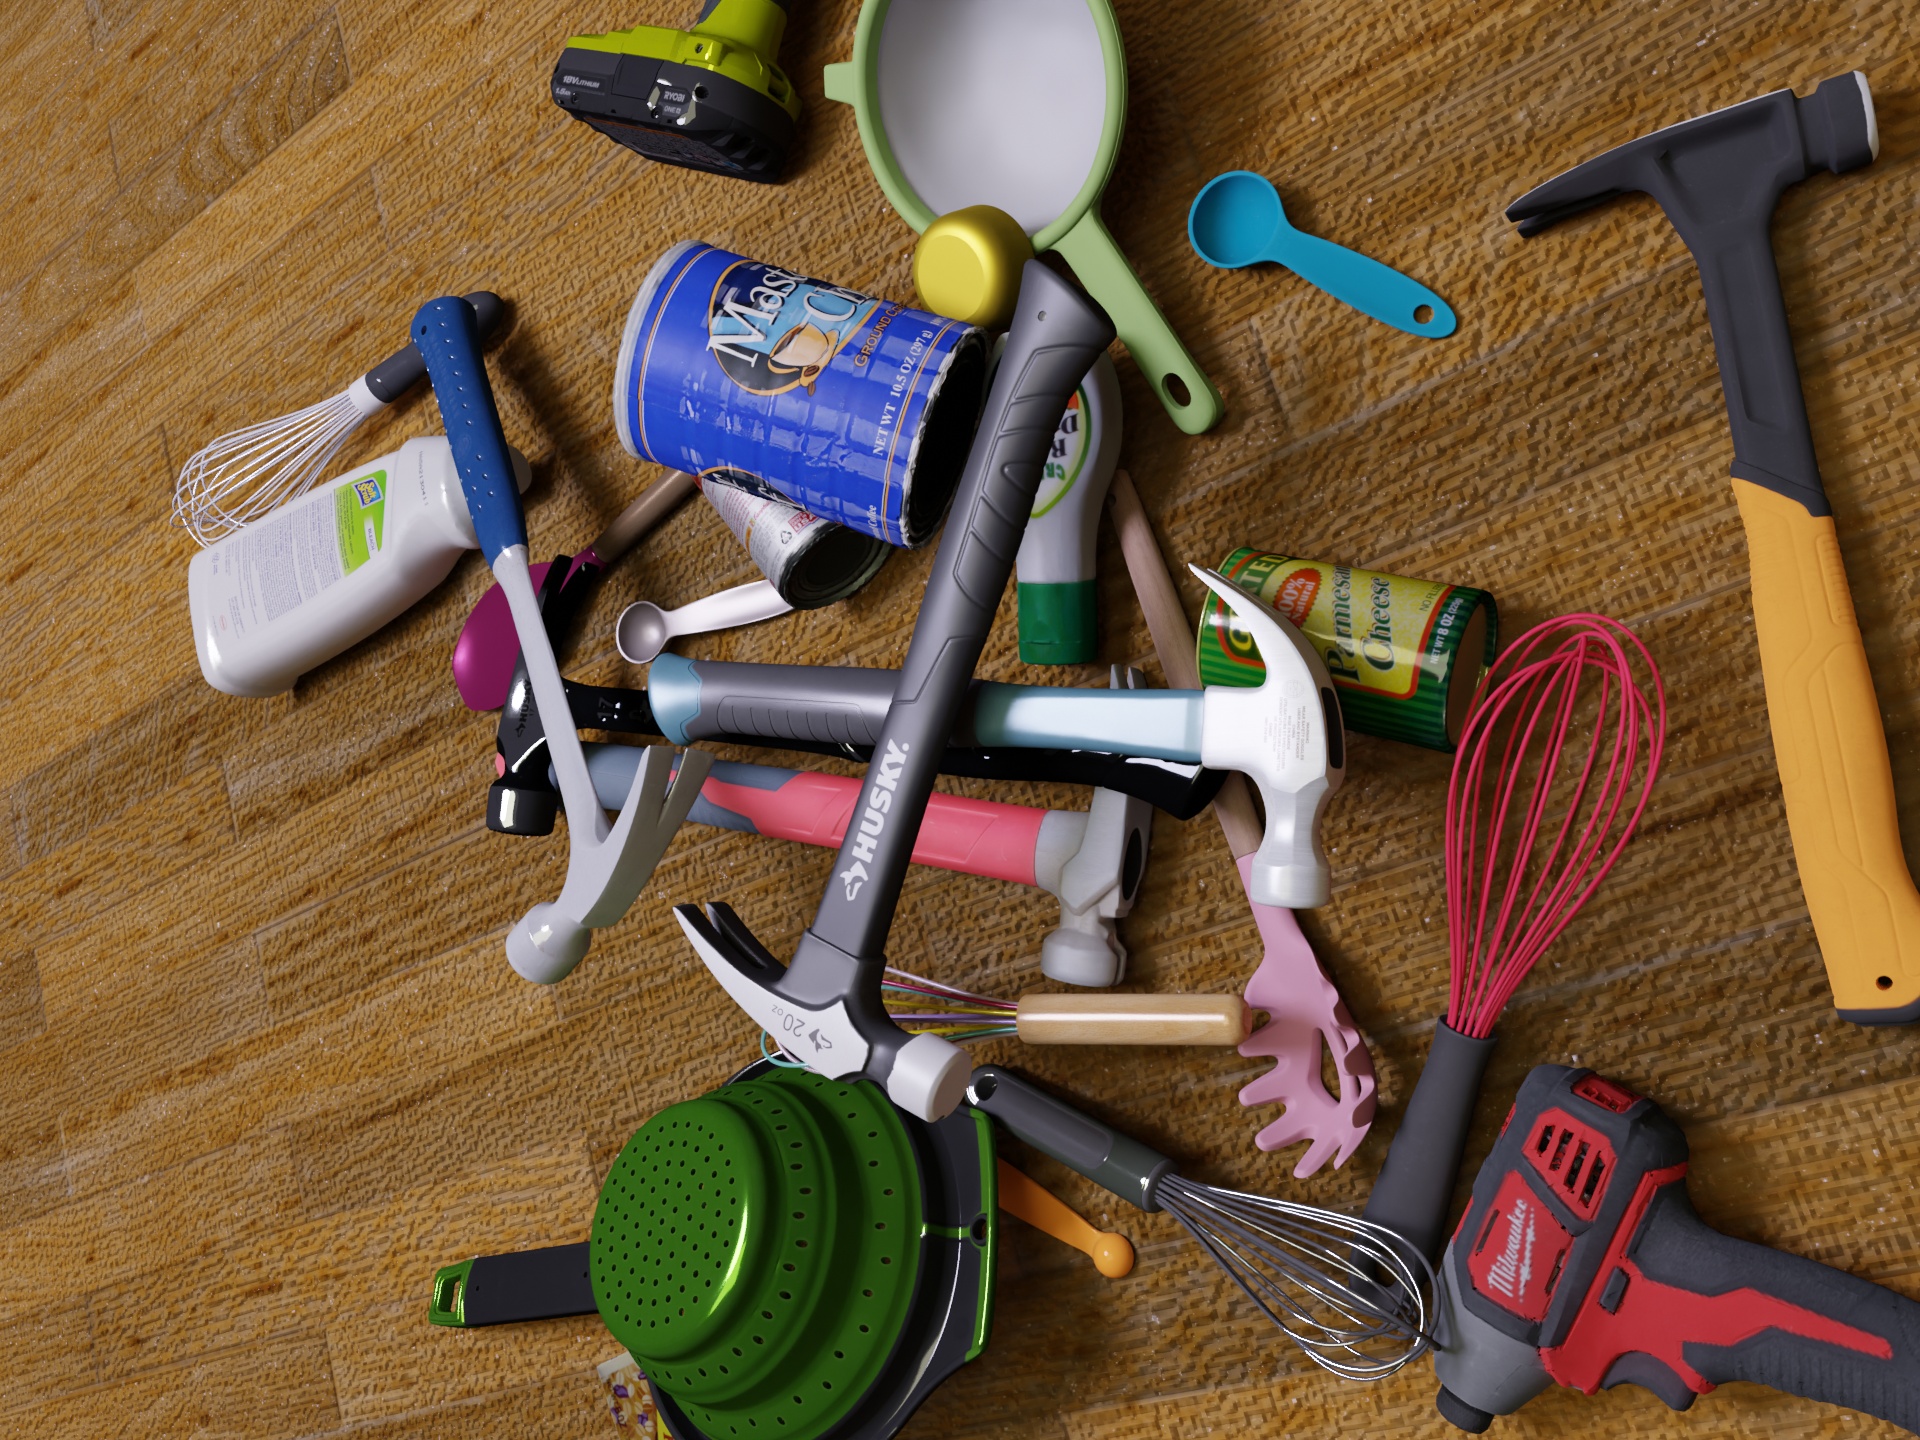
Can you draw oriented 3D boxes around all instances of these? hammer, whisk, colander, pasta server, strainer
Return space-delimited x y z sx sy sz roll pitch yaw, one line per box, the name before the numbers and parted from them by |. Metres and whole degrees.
hammer | 0.295 -0.058 0.581 0.127 0.034 0.337 -13 81 29
hammer | -0.223 -0.077 0.809 0.144 0.035 0.406 -46 53 30
whisk | 0.089 0.198 0.663 0.246 0.059 0.058 19 72 44
hammer | -0.065 -0.001 0.752 0.409 0.036 0.149 4 85 30
colander | -0.164 0.259 0.771 0.397 0.094 0.205 -20 55 34
whisk | -0.389 -0.186 0.990 0.284 0.070 0.070 -27 74 21
whisk | 0.202 0.101 0.616 0.073 0.073 0.295 21 104 30
hammer | -0.014 -0.020 0.644 0.146 0.035 0.334 23 99 29
hammer | -0.085 0.027 0.802 0.386 0.038 0.143 7 89 31
hammer | -0.001 -0.002 0.674 0.331 0.033 0.128 4 88 31
pasta server | 0.111 0.033 0.683 0.060 0.040 0.316 -35 67 48
whisk | 0.008 0.131 0.701 0.245 0.051 0.047 -6 116 29
strainer | 0.056 -0.246 0.725 0.151 0.069 0.256 -34 89 45

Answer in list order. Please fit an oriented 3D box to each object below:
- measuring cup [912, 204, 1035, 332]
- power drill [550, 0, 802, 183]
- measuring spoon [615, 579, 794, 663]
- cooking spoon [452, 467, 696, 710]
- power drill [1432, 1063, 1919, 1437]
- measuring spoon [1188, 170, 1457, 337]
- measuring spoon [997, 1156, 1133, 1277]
measuring cup | -0.022 -0.177 0.755 0.062 0.029 0.156 52 132 7
power drill | -0.131 -0.416 0.837 0.191 0.080 0.228 22 95 30
measuring spoon | -0.130 -0.056 0.850 0.124 0.018 0.034 -12 81 23
cooking spoon | -0.181 -0.108 0.879 0.319 0.017 0.069 -38 66 24
power drill | 0.275 0.232 0.553 0.220 0.078 0.143 27 101 32
measuring spoon | 0.157 -0.196 0.687 0.129 0.021 0.042 34 105 19
measuring spoon | 0.029 0.223 0.735 0.117 0.011 0.021 25 99 30
